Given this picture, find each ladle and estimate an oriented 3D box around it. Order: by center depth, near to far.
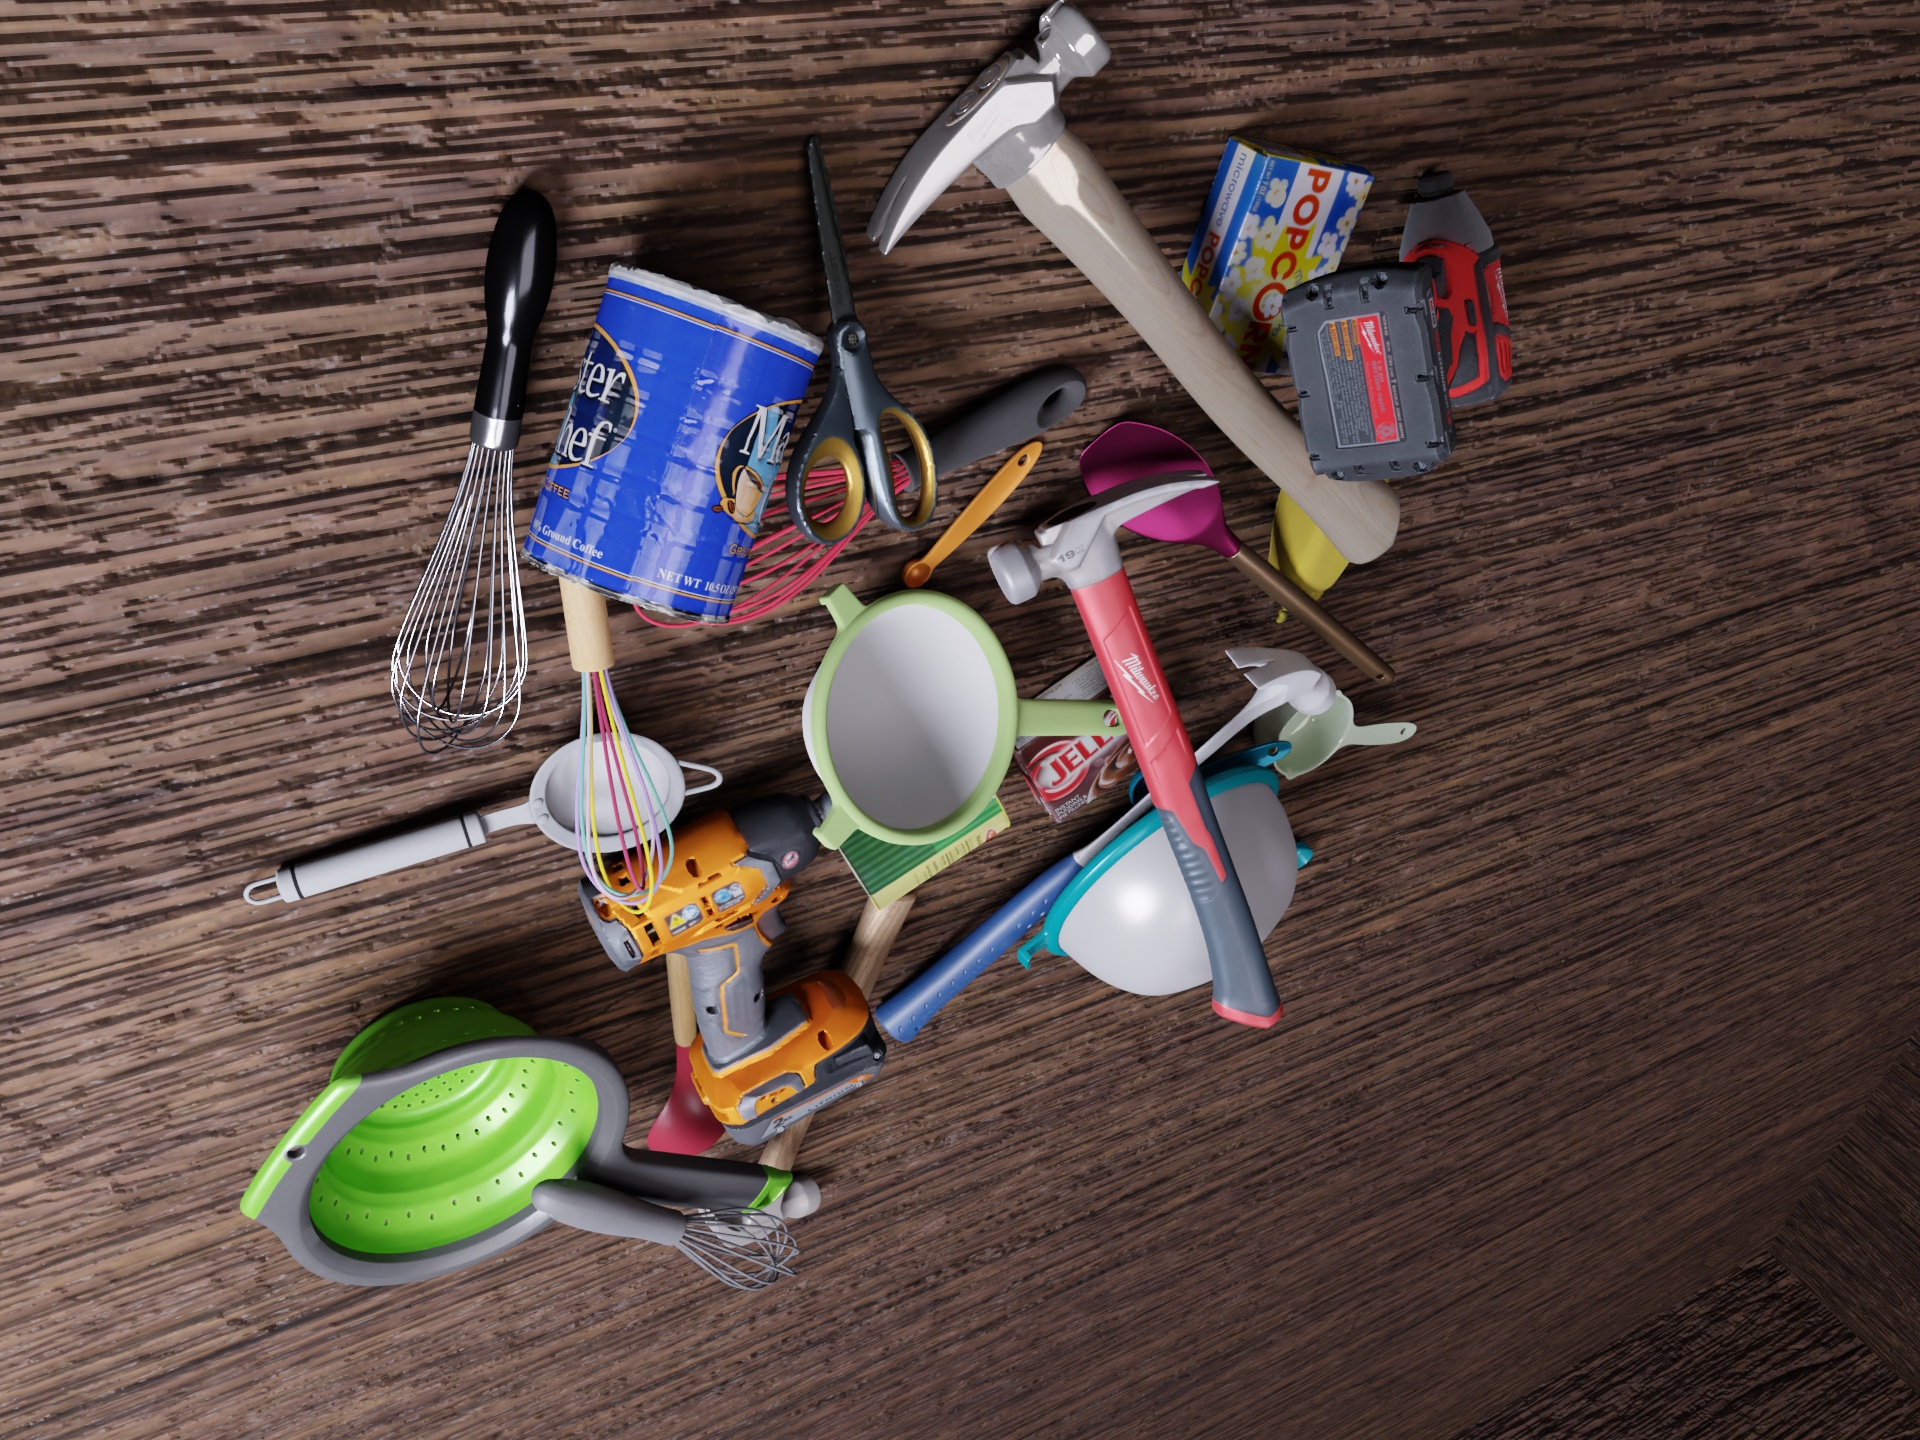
[{"bbox_3d":[-0.185,0.195,1.067,0.069,0.031,0.315,-21,133,-29],"label":"ladle"}]

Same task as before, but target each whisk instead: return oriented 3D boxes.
[{"bbox_3d":[-0.226,-0.110,0.758,0.070,0.070,0.284,-1,120,-36],"label":"whisk"},{"bbox_3d":[-0.186,-0.008,0.835,0.051,0.047,0.244,-10,113,-15],"label":"whisk"},{"bbox_3d":[-0.048,-0.128,0.870,0.296,0.073,0.073,-30,138,-21],"label":"whisk"},{"bbox_3d":[-0.186,0.331,1.032,0.055,0.055,0.238,-46,137,7],"label":"whisk"}]

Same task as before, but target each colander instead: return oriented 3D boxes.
[{"bbox_3d":[-0.262,0.258,1.014,0.204,0.095,0.396,-50,140,12],"label":"colander"}]

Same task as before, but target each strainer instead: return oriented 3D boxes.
[{"bbox_3d":[-0.262,0.055,0.880,0.258,0.050,0.086,-17,131,-16],"label":"strainer"},{"bbox_3d":[-0.002,-0.003,0.992,0.256,0.069,0.151,0,92,-40],"label":"strainer"},{"bbox_3d":[0.208,0.136,1.205,0.340,0.095,0.211,3,135,-53],"label":"strainer"}]

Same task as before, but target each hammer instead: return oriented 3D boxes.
[{"bbox_3d":[0.127,-0.200,0.895,0.146,0.038,0.410,-43,130,13],"label":"hammer"},{"bbox_3d":[0.151,0.033,1.019,0.143,0.038,0.386,-25,113,-3],"label":"hammer"},{"bbox_3d":[0.091,0.091,1.130,0.405,0.035,0.144,-43,155,14],"label":"hammer"},{"bbox_3d":[-0.107,0.255,1.158,0.130,0.031,0.331,-8,128,-52],"label":"hammer"}]

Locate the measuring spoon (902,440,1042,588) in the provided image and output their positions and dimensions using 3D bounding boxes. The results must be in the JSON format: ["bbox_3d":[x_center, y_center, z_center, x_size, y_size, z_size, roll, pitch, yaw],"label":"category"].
[{"bbox_3d":[0.006,-0.124,0.947,0.117,0.011,0.021,-47,146,2],"label":"measuring spoon"}]

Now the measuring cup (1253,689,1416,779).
[{"bbox_3d":[0.295,0.001,1.245,0.167,0.038,0.083,-1,125,-38],"label":"measuring cup"}]

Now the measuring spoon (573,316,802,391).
[{"bbox_3d":[-0.131,-0.174,0.794,0.124,0.018,0.034,-18,134,-22],"label":"measuring spoon"}]

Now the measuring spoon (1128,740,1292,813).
[{"bbox_3d":[0.184,0.034,1.185,0.128,0.021,0.042,-18,126,-5],"label":"measuring spoon"}]

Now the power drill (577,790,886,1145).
[{"bbox_3d":[-0.123,0.148,1.000,0.164,0.084,0.226,-28,129,-12],"label":"power drill"}]

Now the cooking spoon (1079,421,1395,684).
[{"bbox_3d":[0.194,-0.101,1.049,0.068,0.017,0.318,-38,128,26],"label":"cooking spoon"}]

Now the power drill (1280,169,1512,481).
[{"bbox_3d":[0.267,-0.234,0.931,0.220,0.078,0.143,-41,122,-49],"label":"power drill"}]
